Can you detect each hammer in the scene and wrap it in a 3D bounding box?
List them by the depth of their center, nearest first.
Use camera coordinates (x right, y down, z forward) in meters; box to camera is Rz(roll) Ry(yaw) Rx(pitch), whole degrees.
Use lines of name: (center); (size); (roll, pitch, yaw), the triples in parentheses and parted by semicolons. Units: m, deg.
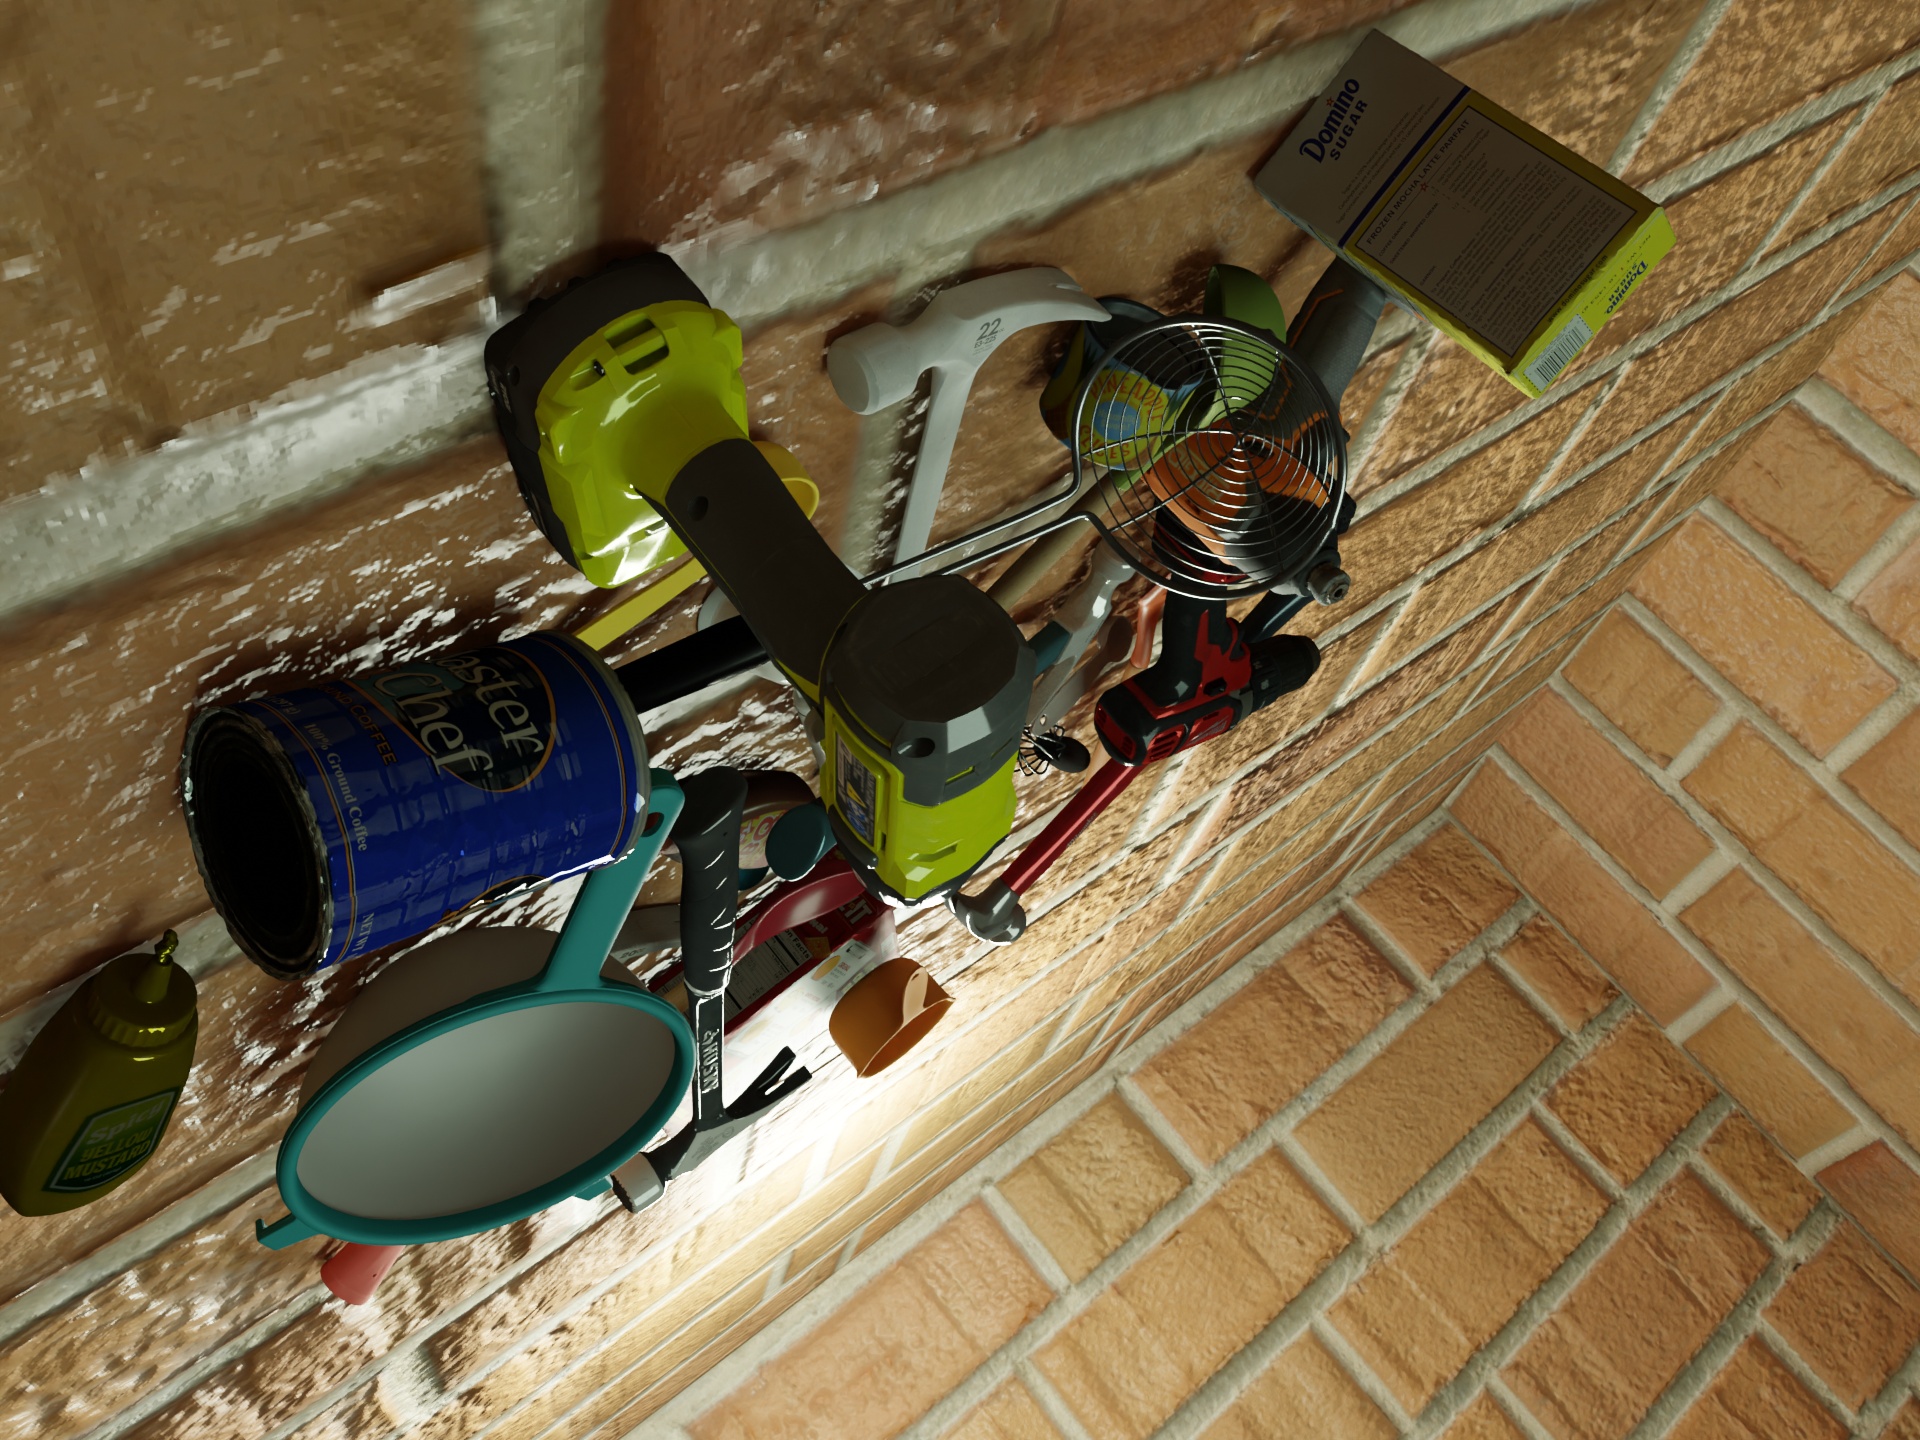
hammer: (-0.026, -0.072, 0.842); (0.144, 0.035, 0.405); (-31, 158, -28)
hammer: (-0.145, 0.162, 0.941); (0.149, 0.036, 0.408); (-30, 151, -29)
hammer: (-0.002, -0.003, 0.947); (0.331, 0.033, 0.128); (-38, 163, -46)
hammer: (-0.301, 0.252, 1.015); (0.359, 0.037, 0.149); (-50, 159, 22)
hammer: (0.137, 0.015, 1.199); (0.386, 0.038, 0.143); (-47, 158, -1)

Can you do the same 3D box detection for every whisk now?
whisk: (0.070, 0.021, 1.208); (0.055, 0.055, 0.239); (-44, 165, 7)

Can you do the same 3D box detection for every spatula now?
spatula: (0.136, -0.021, 1.216); (0.081, 0.041, 0.322); (-27, 147, -36)

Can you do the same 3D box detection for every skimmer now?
skimmer: (-0.015, -0.063, 0.692); (0.363, 0.127, 0.090); (-23, -167, 0)

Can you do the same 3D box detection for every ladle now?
ladle: (0.061, -0.123, 0.893); (0.320, 0.062, 0.078); (-44, -153, 30)
ladle: (-0.186, 0.185, 1.002); (0.315, 0.031, 0.069); (-39, 158, -4)

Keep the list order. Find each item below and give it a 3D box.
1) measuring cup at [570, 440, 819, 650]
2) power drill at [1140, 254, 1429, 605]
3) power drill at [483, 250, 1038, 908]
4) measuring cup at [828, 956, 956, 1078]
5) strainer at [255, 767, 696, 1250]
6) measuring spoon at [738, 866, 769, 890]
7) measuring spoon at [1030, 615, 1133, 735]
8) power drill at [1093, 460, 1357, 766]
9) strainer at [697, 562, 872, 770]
measuring cup: (-0.132, -0.068, 0.683); (0.156, 0.029, 0.062); (-33, 162, 11)
power drill: (0.209, -0.180, 0.865); (0.084, 0.164, 0.226); (15, 120, -48)
power drill: (-0.066, -0.039, 0.552); (0.080, 0.223, 0.171); (-34, 159, -20)
measuring cup: (-0.051, 0.194, 1.133); (0.095, 0.052, 0.173); (-35, 159, -23)
strainer: (-0.224, 0.128, 0.800); (0.211, 0.095, 0.340); (4, 130, -39)
measuring spoon: (-0.108, 0.087, 1.046); (0.128, 0.021, 0.042); (-17, 149, -48)
measuring spoon: (0.081, -0.032, 1.122); (0.124, 0.018, 0.034); (-46, 135, -30)
power drill: (0.192, -0.077, 1.084); (0.188, 0.080, 0.226); (-20, 142, -27)
strainer: (-0.077, -0.014, 0.826); (0.087, 0.050, 0.258); (-14, 154, -2)
